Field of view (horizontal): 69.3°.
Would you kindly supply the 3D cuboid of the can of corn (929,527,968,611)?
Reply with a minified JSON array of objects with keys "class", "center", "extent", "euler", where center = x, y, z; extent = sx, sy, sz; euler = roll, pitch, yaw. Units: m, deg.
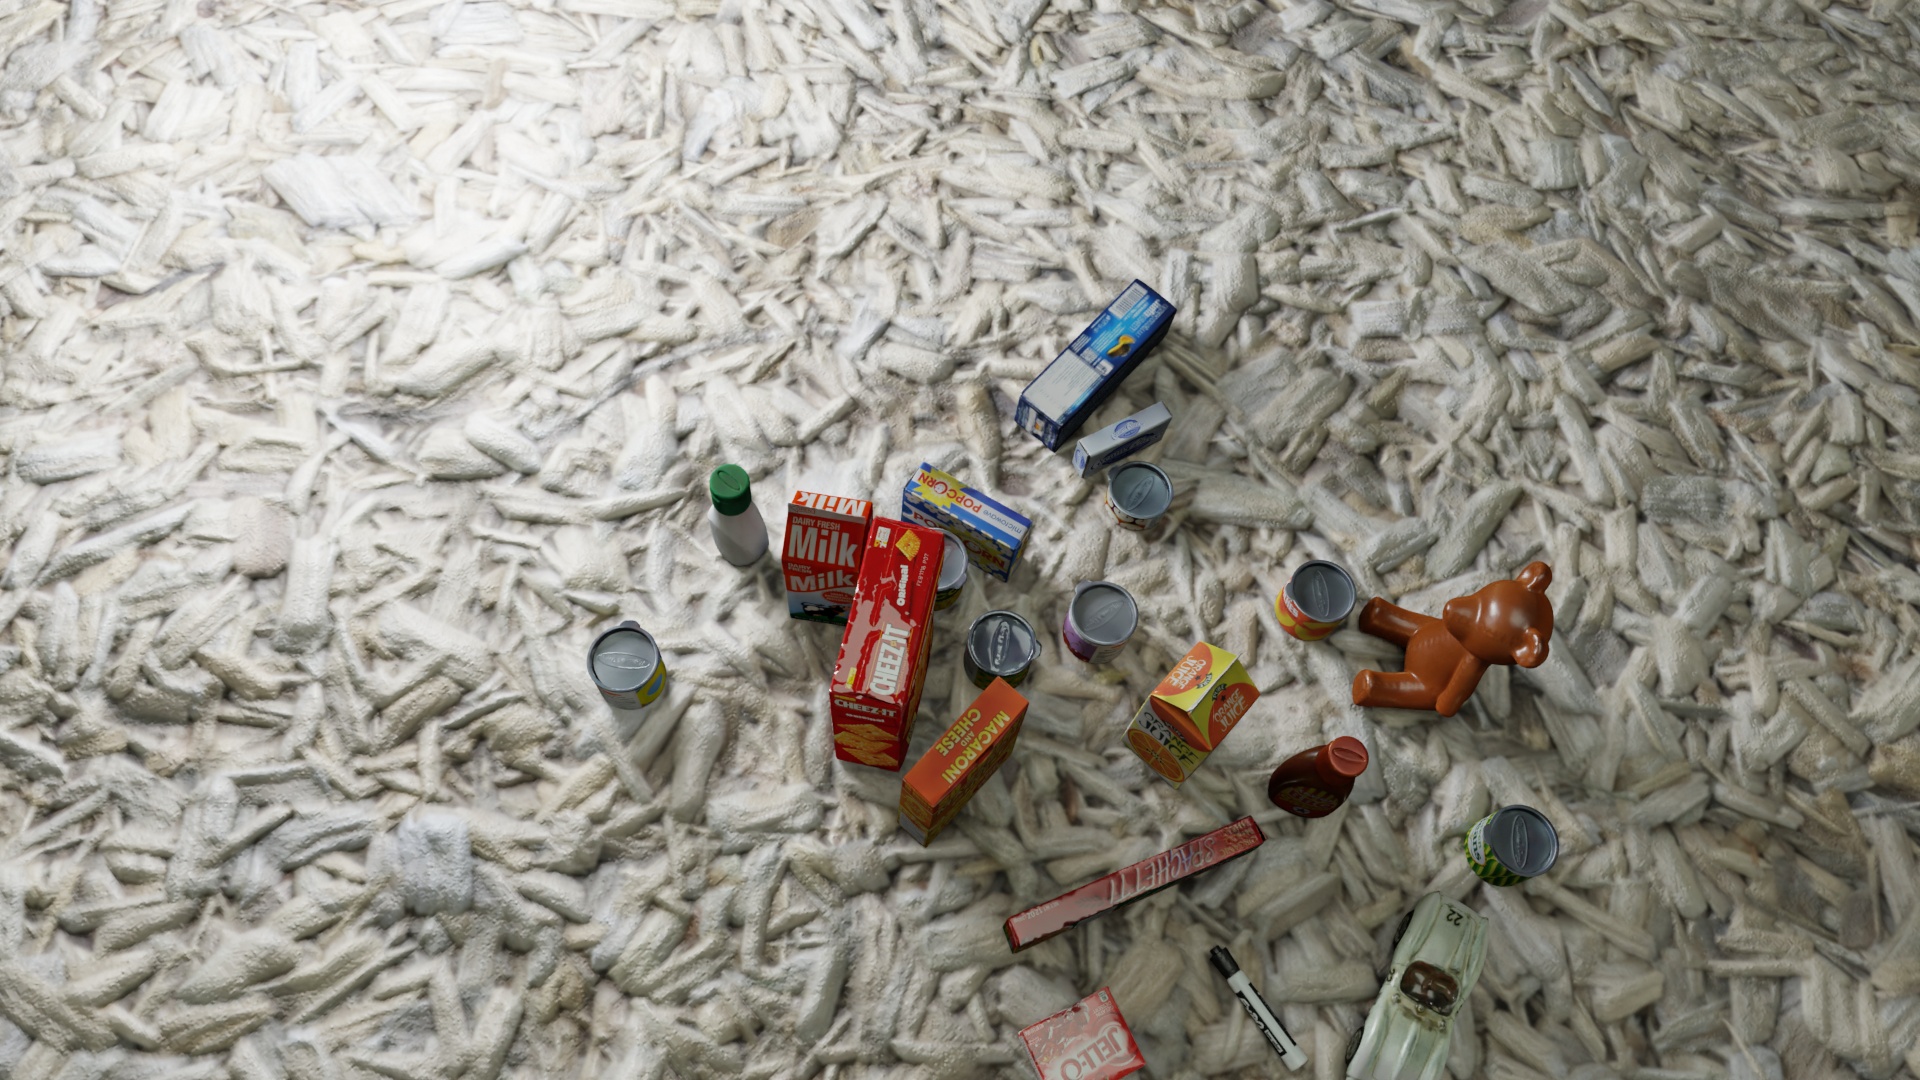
[{"class":"can of corn","center":[-0.026,0.031,1.360],"extent":[0.071,0.058,0.071],"euler":[2,66,-4]}]

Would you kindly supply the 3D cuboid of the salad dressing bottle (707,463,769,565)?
[{"class":"salad dressing bottle","center":[-0.214,-0.024,1.321],"extent":[0.064,0.147,0.044],"euler":[40,69,12]}]

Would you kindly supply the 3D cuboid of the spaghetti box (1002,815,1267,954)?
[{"class":"spaghetti box","center":[0.157,0.310,1.255],"extent":[0.251,0.050,0.029],"euler":[-20,69,-13]}]

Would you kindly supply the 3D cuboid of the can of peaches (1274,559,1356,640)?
[{"class":"can of peaches","center":[0.349,0.060,1.378],"extent":[0.071,0.057,0.071],"euler":[2,66,-4]}]

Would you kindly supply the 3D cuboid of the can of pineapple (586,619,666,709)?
[{"class":"can of pineapple","center":[-0.310,0.118,1.299],"extent":[0.071,0.057,0.071],"euler":[2,66,-4]}]

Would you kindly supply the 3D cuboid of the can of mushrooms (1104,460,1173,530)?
[{"class":"can of mushrooms","center":[0.181,-0.047,1.425],"extent":[0.071,0.033,0.071],"euler":[2,66,-4]}]

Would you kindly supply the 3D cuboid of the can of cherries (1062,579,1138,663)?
[{"class":"can of cherries","center":[0.134,0.078,1.352],"extent":[0.071,0.058,0.072],"euler":[2,66,-4]}]

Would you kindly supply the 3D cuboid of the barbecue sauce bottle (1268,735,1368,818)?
[{"class":"barbecue sauce bottle","center":[0.328,0.213,1.258],"extent":[0.065,0.148,0.044],"euler":[18,66,4]}]

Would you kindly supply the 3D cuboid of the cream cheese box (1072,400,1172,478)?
[{"class":"cream cheese box","center":[0.167,-0.104,1.439],"extent":[0.104,0.053,0.024],"euler":[-26,71,-15]}]

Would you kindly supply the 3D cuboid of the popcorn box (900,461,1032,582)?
[{"class":"popcorn box","center":[0.005,-0.017,1.370],"extent":[0.127,0.085,0.038],"euler":[29,67,8]}]

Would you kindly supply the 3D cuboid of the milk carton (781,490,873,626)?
[{"class":"milk carton","center":[-0.122,0.012,1.289],"extent":[0.072,0.189,0.074],"euler":[10,66,0]}]

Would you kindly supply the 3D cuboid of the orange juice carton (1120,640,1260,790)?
[{"class":"orange juice carton","center":[0.209,0.154,1.251],"extent":[0.073,0.192,0.072],"euler":[42,70,13]}]

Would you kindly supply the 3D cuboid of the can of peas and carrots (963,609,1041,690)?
[{"class":"can of peas and carrots","center":[0.040,0.107,1.331],"extent":[0.071,0.058,0.071],"euler":[2,66,-4]}]

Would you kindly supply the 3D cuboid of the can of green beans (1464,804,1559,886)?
[{"class":"can of green beans","center":[0.511,0.284,1.291],"extent":[0.071,0.057,0.071],"euler":[2,66,-4]}]

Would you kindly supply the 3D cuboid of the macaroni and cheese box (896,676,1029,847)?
[{"class":"macaroni and cheese box","center":[0.001,0.199,1.229],"extent":[0.040,0.165,0.124],"euler":[40,69,12]}]
